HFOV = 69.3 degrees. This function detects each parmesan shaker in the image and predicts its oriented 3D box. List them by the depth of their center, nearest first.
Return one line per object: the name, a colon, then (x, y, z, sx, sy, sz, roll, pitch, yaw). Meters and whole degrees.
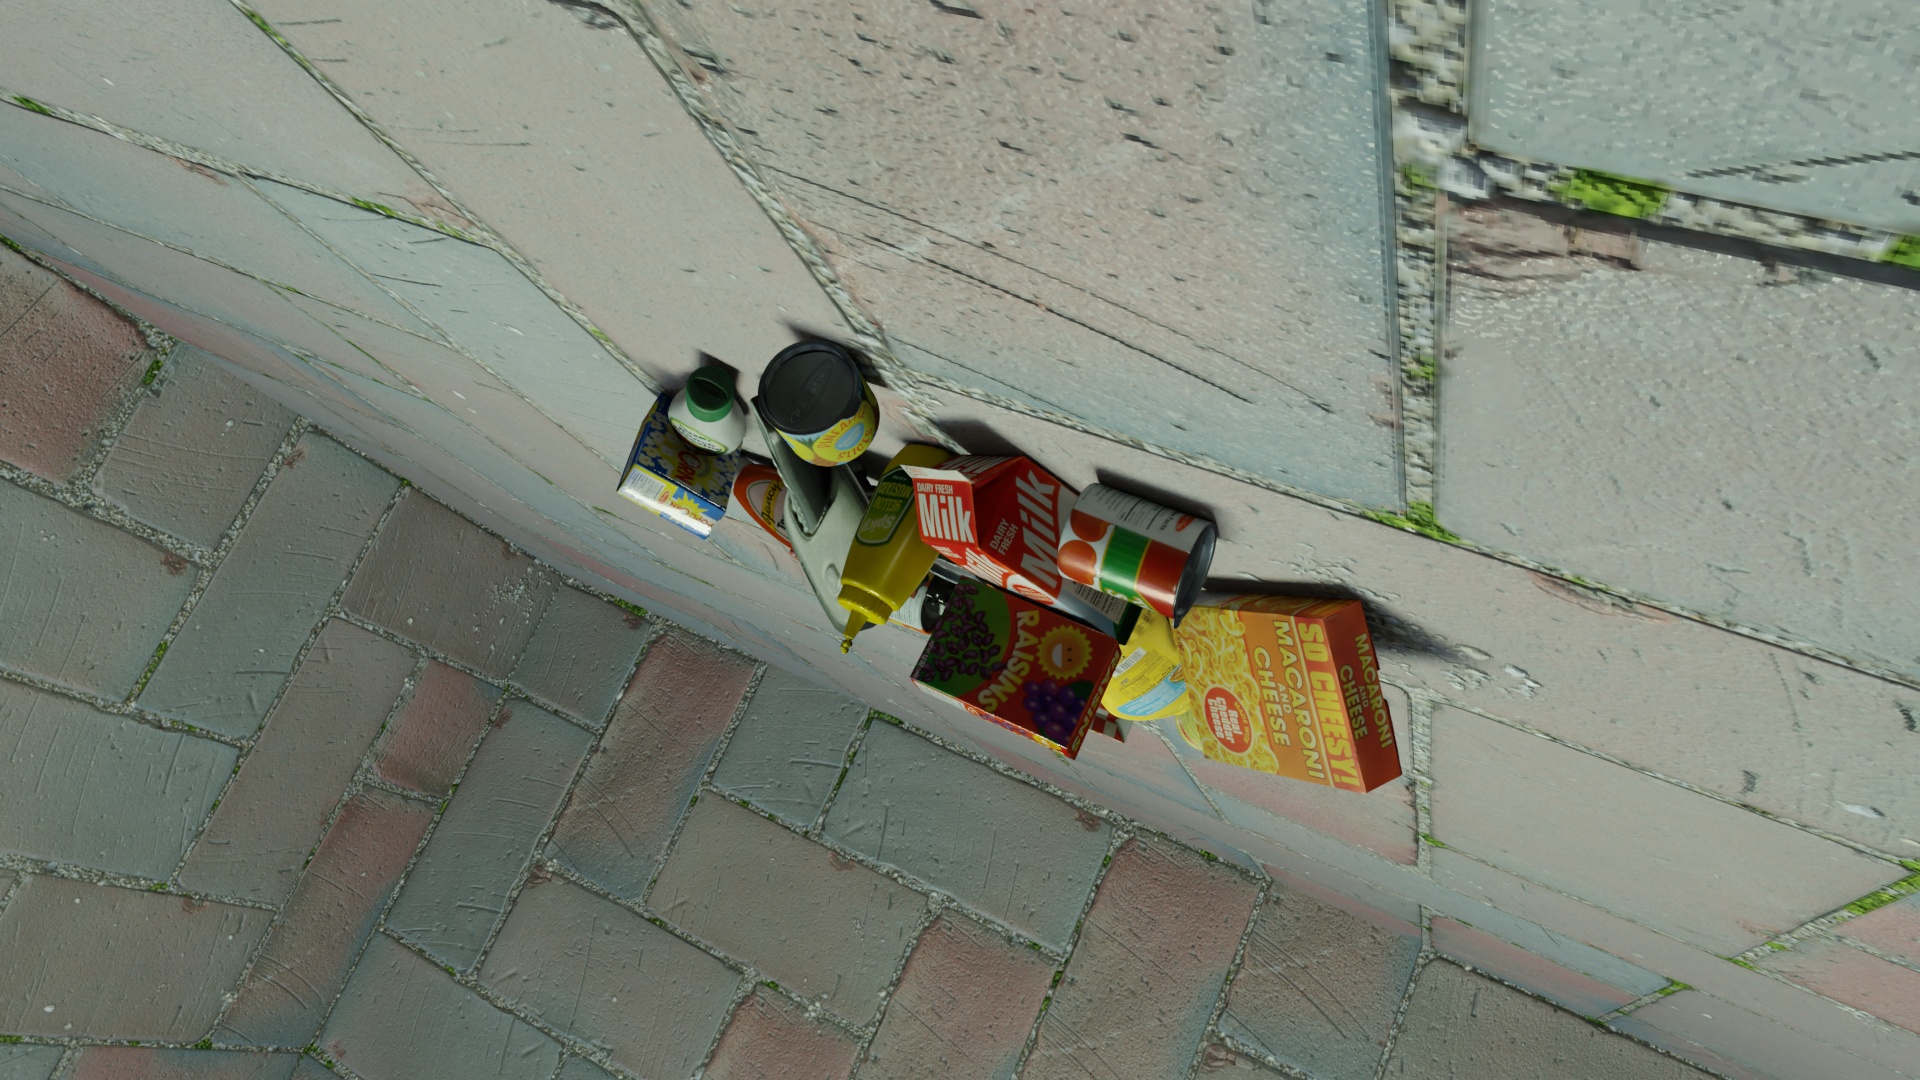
parmesan shaker: (0.241, 0.158, 1.261, 0.071, 0.071, 0.103, 25, 167, 1)

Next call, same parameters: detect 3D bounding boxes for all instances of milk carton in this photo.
milk carton: (0.045, -0.003, 0.964, 0.190, 0.073, 0.072, 34, 165, -32)

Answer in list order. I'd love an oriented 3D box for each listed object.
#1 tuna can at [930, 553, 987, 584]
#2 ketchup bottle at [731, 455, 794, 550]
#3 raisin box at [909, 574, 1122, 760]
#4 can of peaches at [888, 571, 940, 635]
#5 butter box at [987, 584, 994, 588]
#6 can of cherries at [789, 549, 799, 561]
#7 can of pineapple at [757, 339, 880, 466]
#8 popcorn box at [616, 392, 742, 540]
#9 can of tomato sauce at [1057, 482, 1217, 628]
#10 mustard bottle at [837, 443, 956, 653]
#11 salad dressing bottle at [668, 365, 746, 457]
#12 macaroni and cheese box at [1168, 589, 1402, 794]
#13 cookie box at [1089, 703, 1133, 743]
tuna can: (-0.003, 0.009, 1.059, 0.071, 0.033, 0.071, 24, 167, 6)
ketchup bottle: (-0.169, -0.038, 1.281, 0.149, 0.064, 0.043, 30, -172, 20)
raisin box: (0.039, 0.088, 0.970, 0.123, 0.086, 0.040, 22, 165, 19)
can of peaches: (-0.045, 0.057, 1.418, 0.058, 0.071, 0.071, 18, 165, 30)
butter box: (0.041, 0.033, 1.237, 0.053, 0.024, 0.103, 19, 166, 23)
can of cherries: (-0.126, 0.000, 1.351, 0.071, 0.058, 0.071, 24, 168, 6)
can of pineapple: (-0.089, -0.086, 0.895, 0.071, 0.071, 0.057, 21, 168, 18)
popcorn box: (-0.237, -0.065, 1.183, 0.085, 0.038, 0.127, 29, -152, -19)
can of tomato sauce: (0.112, 0.008, 0.887, 0.083, 0.071, 0.071, 21, 167, 22)
mustard bottle: (-0.049, 0.008, 0.993, 0.065, 0.160, 0.048, 9, 158, 48)
salad dressing bottle: (-0.200, -0.103, 1.103, 0.064, 0.044, 0.147, 30, 167, -6)
macaroni and cheese box: (0.220, 0.099, 0.960, 0.166, 0.040, 0.123, 0, 108, 62)
cookie box: (0.070, 0.134, 1.316, 0.123, 0.040, 0.167, 25, 176, -30)
